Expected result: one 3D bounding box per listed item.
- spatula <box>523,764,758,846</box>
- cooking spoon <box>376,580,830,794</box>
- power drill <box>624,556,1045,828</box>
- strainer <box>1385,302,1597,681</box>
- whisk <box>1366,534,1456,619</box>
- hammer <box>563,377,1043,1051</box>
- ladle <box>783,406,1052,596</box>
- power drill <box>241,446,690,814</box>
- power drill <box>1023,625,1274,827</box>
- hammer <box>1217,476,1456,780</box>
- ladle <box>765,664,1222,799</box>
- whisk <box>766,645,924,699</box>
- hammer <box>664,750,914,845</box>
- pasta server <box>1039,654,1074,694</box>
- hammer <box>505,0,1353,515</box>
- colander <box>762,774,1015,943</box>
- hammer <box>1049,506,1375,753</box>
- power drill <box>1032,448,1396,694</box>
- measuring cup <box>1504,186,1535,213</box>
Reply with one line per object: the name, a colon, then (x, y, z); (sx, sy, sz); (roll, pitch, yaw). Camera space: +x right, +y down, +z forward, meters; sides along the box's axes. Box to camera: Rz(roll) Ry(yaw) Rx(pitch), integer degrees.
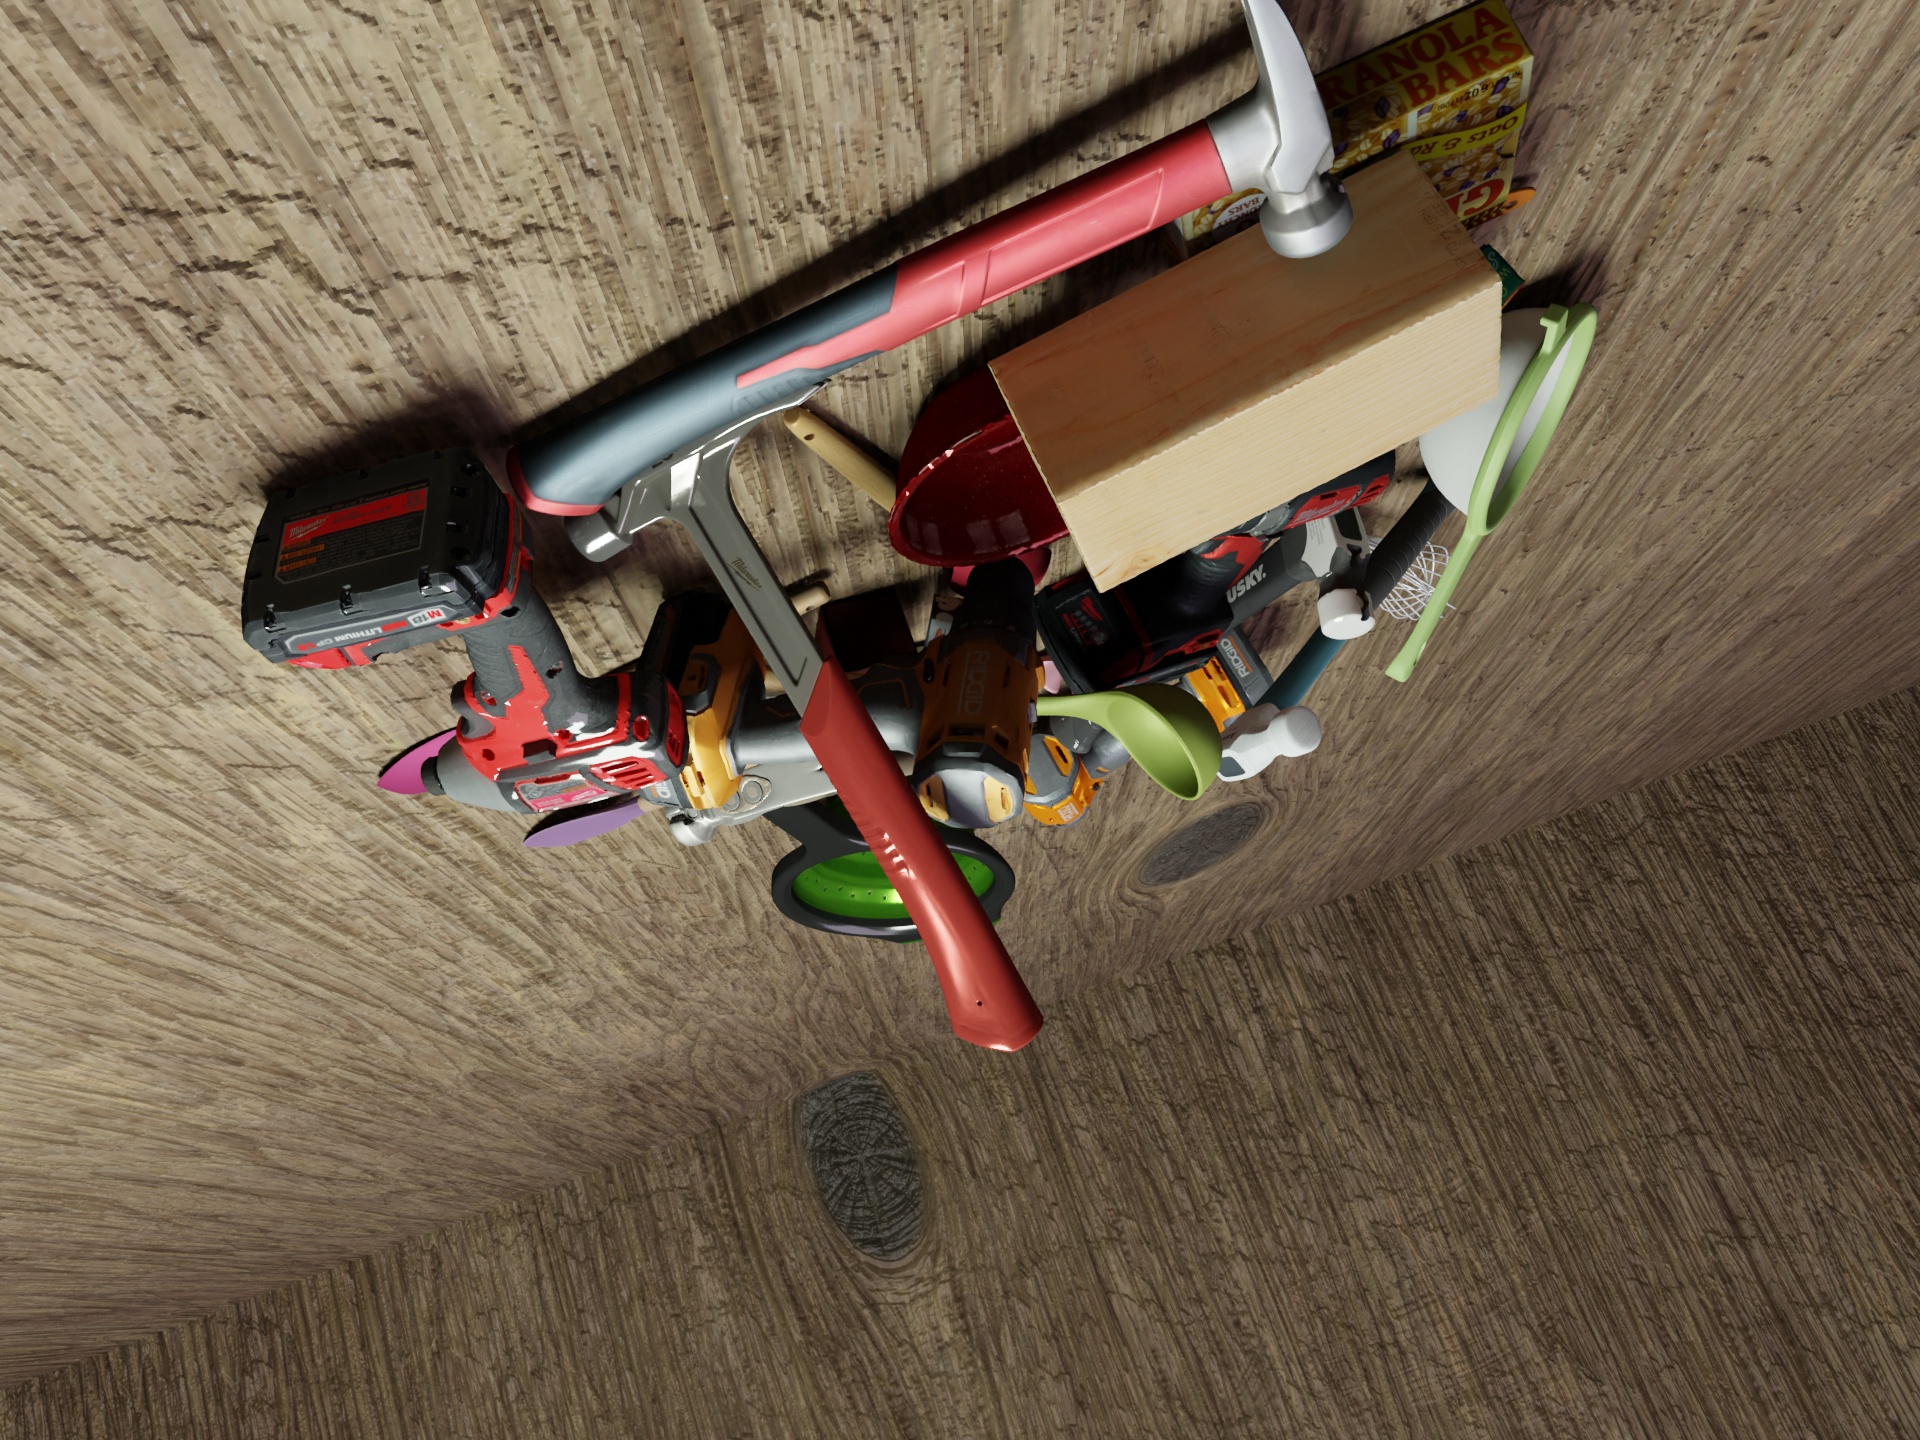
spatula: (-0.209, 0.051, 1.127); (0.316, 0.018, 0.059); (-22, 163, 38)
cooking spoon: (-0.225, -0.017, 0.997); (0.319, 0.017, 0.068); (-24, 162, 10)
power drill: (-0.064, -0.027, 0.917); (0.226, 0.186, 0.084); (1, 138, 10)
strainer: (0.310, -0.150, 1.004); (0.151, 0.069, 0.256); (-18, 134, -60)
whisk: (0.309, -0.128, 1.209); (0.070, 0.070, 0.284); (-32, 153, 28)
hammer: (-0.047, 0.013, 0.808); (0.149, 0.359, 0.037); (-26, -166, 15)
ladle: (-0.020, -0.119, 0.926); (0.069, 0.031, 0.315); (-23, 160, 18)
power drill: (-0.236, -0.025, 0.769); (0.143, 0.079, 0.219); (-12, 147, 11)
power drill: (0.150, 0.015, 1.344); (0.226, 0.084, 0.164); (-30, 162, 2)
hammer: (0.266, -0.073, 1.085); (0.331, 0.033, 0.128); (-46, -171, -31)
ladle: (-0.002, -0.003, 0.964); (0.320, 0.062, 0.078); (6, 149, 11)
whisk: (-0.121, -0.012, 1.079); (0.246, 0.059, 0.057); (-16, 122, -26)
hammer: (-0.039, 0.027, 1.141); (0.146, 0.038, 0.410); (-18, 177, 24)
pasta server: (-0.001, -0.017, 1.202); (0.316, 0.040, 0.060); (-14, 150, -17)
hammer: (-0.036, -0.187, 0.676); (0.386, 0.038, 0.143); (-21, 140, 15)
colander: (-0.092, 0.072, 1.284); (0.204, 0.095, 0.396); (-15, 149, 20)
hammer: (0.157, -0.062, 1.099); (0.035, 0.146, 0.334); (8, 153, -27)
power drill: (0.127, -0.096, 0.931); (0.188, 0.080, 0.226); (-18, 163, -33)
measuring cup: (0.231, -0.228, 0.845); (0.173, 0.052, 0.095); (-22, 161, 9)
